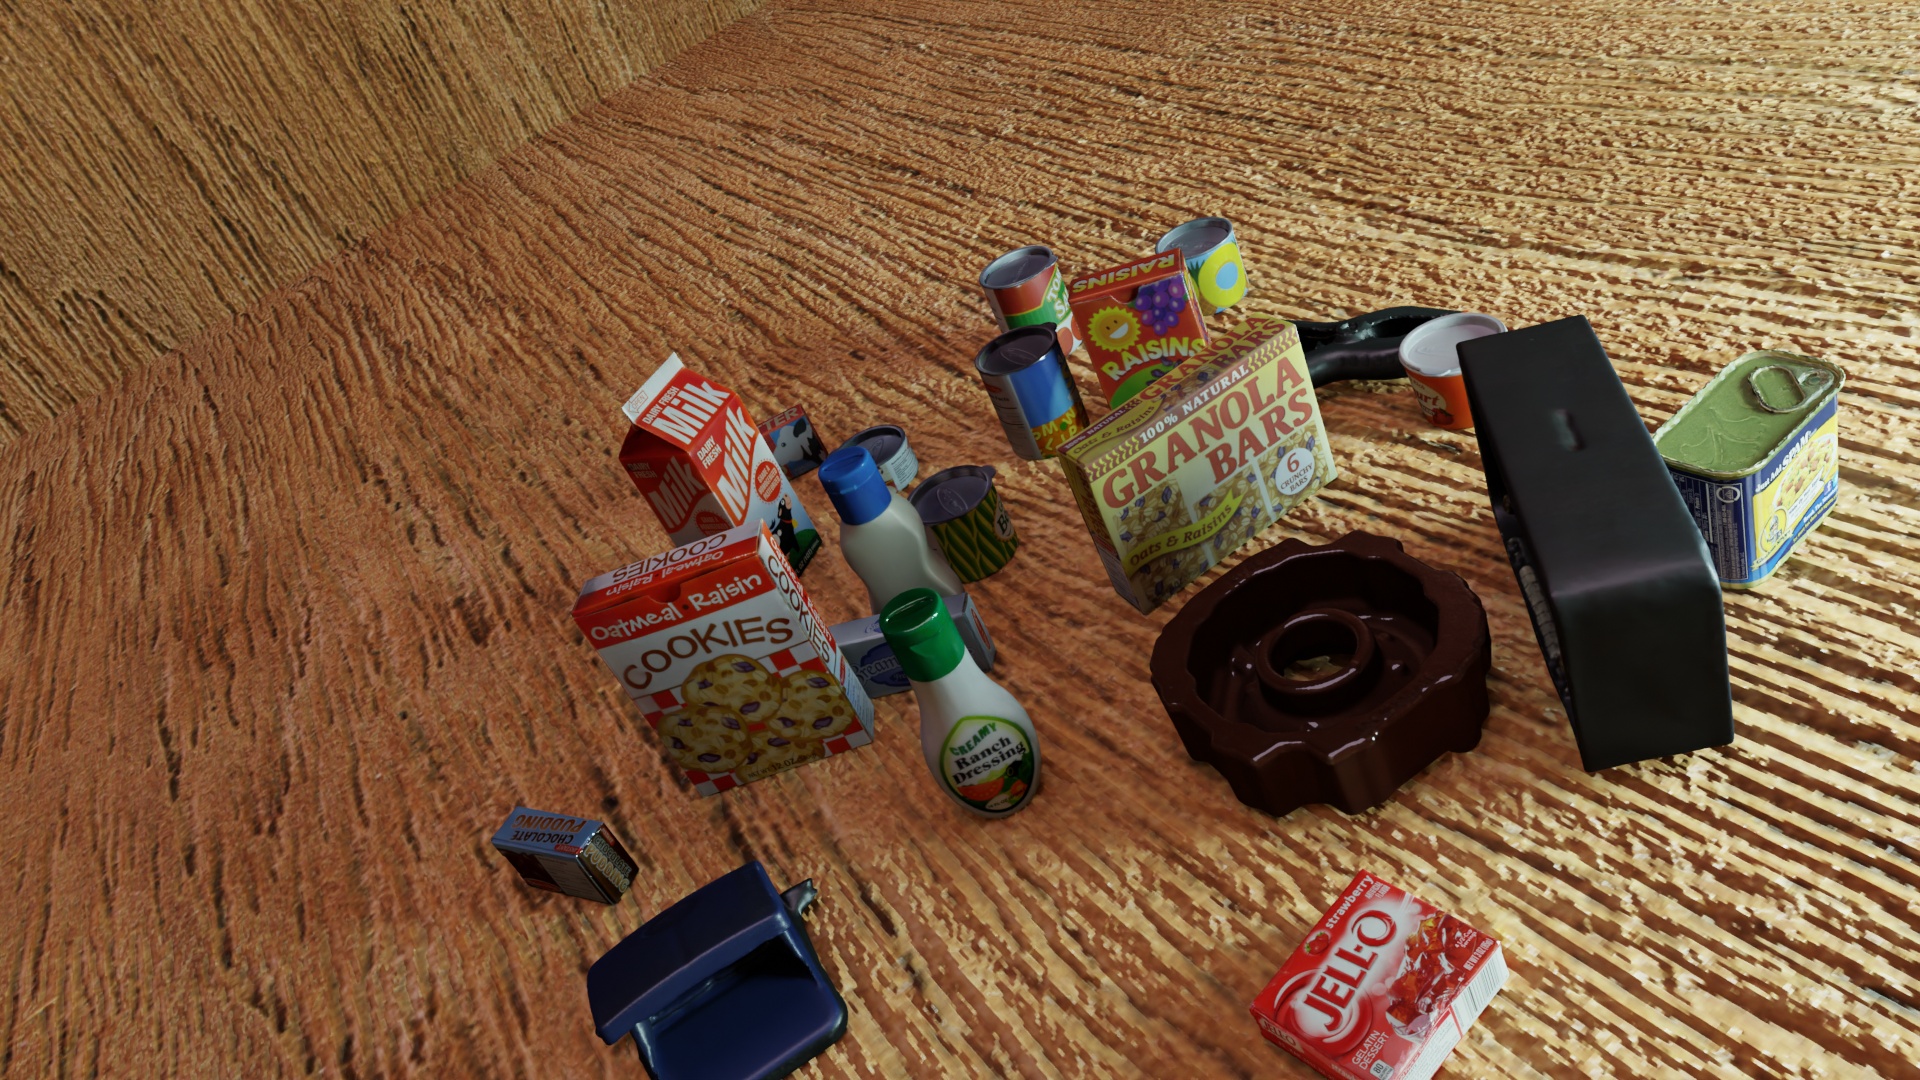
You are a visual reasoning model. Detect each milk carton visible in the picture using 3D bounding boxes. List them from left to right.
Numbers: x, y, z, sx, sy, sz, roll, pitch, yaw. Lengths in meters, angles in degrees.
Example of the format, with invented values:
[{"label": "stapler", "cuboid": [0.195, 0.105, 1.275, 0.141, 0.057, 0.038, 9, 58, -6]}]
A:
[{"label": "milk carton", "cuboid": [-0.186, -0.044, 1.041, 0.073, 0.189, 0.073, -2, 40, 32]}]

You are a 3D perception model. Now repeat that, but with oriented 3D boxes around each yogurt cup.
[{"label": "yogurt cup", "cuboid": [0.328, -0.110, 0.915, 0.072, 0.053, 0.073, -17, 34, 13]}]

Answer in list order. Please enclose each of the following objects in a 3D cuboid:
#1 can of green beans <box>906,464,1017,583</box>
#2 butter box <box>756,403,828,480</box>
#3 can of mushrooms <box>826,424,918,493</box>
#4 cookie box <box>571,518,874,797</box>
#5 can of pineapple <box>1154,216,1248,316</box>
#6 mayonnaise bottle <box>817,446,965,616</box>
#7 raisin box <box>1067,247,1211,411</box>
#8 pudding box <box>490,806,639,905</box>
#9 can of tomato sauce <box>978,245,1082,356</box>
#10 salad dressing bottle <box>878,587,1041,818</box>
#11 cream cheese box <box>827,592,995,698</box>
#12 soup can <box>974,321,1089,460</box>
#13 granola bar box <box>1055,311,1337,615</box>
[{"label": "can of green beans", "cuboid": [0.001, -0.011, 0.992, 0.071, 0.057, 0.071, -18, 34, 13]}, {"label": "butter box", "cuboid": [-0.170, -0.071, 1.189, 0.103, 0.053, 0.024, -27, 33, -1]}, {"label": "can of mushrooms", "cuboid": [-0.072, -0.062, 1.131, 0.071, 0.033, 0.071, -17, 34, 12]}, {"label": "cookie box", "cuboid": [-0.143, 0.077, 0.867, 0.123, 0.166, 0.040, -19, 34, 10]}, {"label": "can of pineapple", "cuboid": [0.200, -0.226, 1.155, 0.071, 0.057, 0.071, -18, 34, 13]}, {"label": "mayonnaise bottle", "cuboid": [-0.047, 0.005, 0.919, 0.065, 0.147, 0.041, -19, 34, 11]}, {"label": "raisin box", "cuboid": [0.139, -0.144, 1.023, 0.086, 0.123, 0.040, -13, 35, 19]}, {"label": "pudding box", "cuboid": [-0.251, 0.199, 0.878, 0.083, 0.049, 0.030, 0, 41, 34]}, {"label": "can of tomato sauce", "cuboid": [0.063, -0.199, 1.185, 0.071, 0.082, 0.071, -18, 34, 13]}, {"label": "salad dressing bottle", "cuboid": [-0.001, 0.091, 0.772, 0.064, 0.147, 0.044, -27, 33, -1]}, {"label": "cream cheese box", "cuboid": [-0.034, 0.071, 0.907, 0.104, 0.053, 0.024, -15, 35, 17]}, {"label": "soup can", "cuboid": [0.059, -0.115, 1.072, 0.071, 0.083, 0.072, -18, 34, 13]}, {"label": "granola bar box", "cuboid": [0.153, -0.049, 0.884, 0.166, 0.123, 0.039, -34, 34, -12]}]
